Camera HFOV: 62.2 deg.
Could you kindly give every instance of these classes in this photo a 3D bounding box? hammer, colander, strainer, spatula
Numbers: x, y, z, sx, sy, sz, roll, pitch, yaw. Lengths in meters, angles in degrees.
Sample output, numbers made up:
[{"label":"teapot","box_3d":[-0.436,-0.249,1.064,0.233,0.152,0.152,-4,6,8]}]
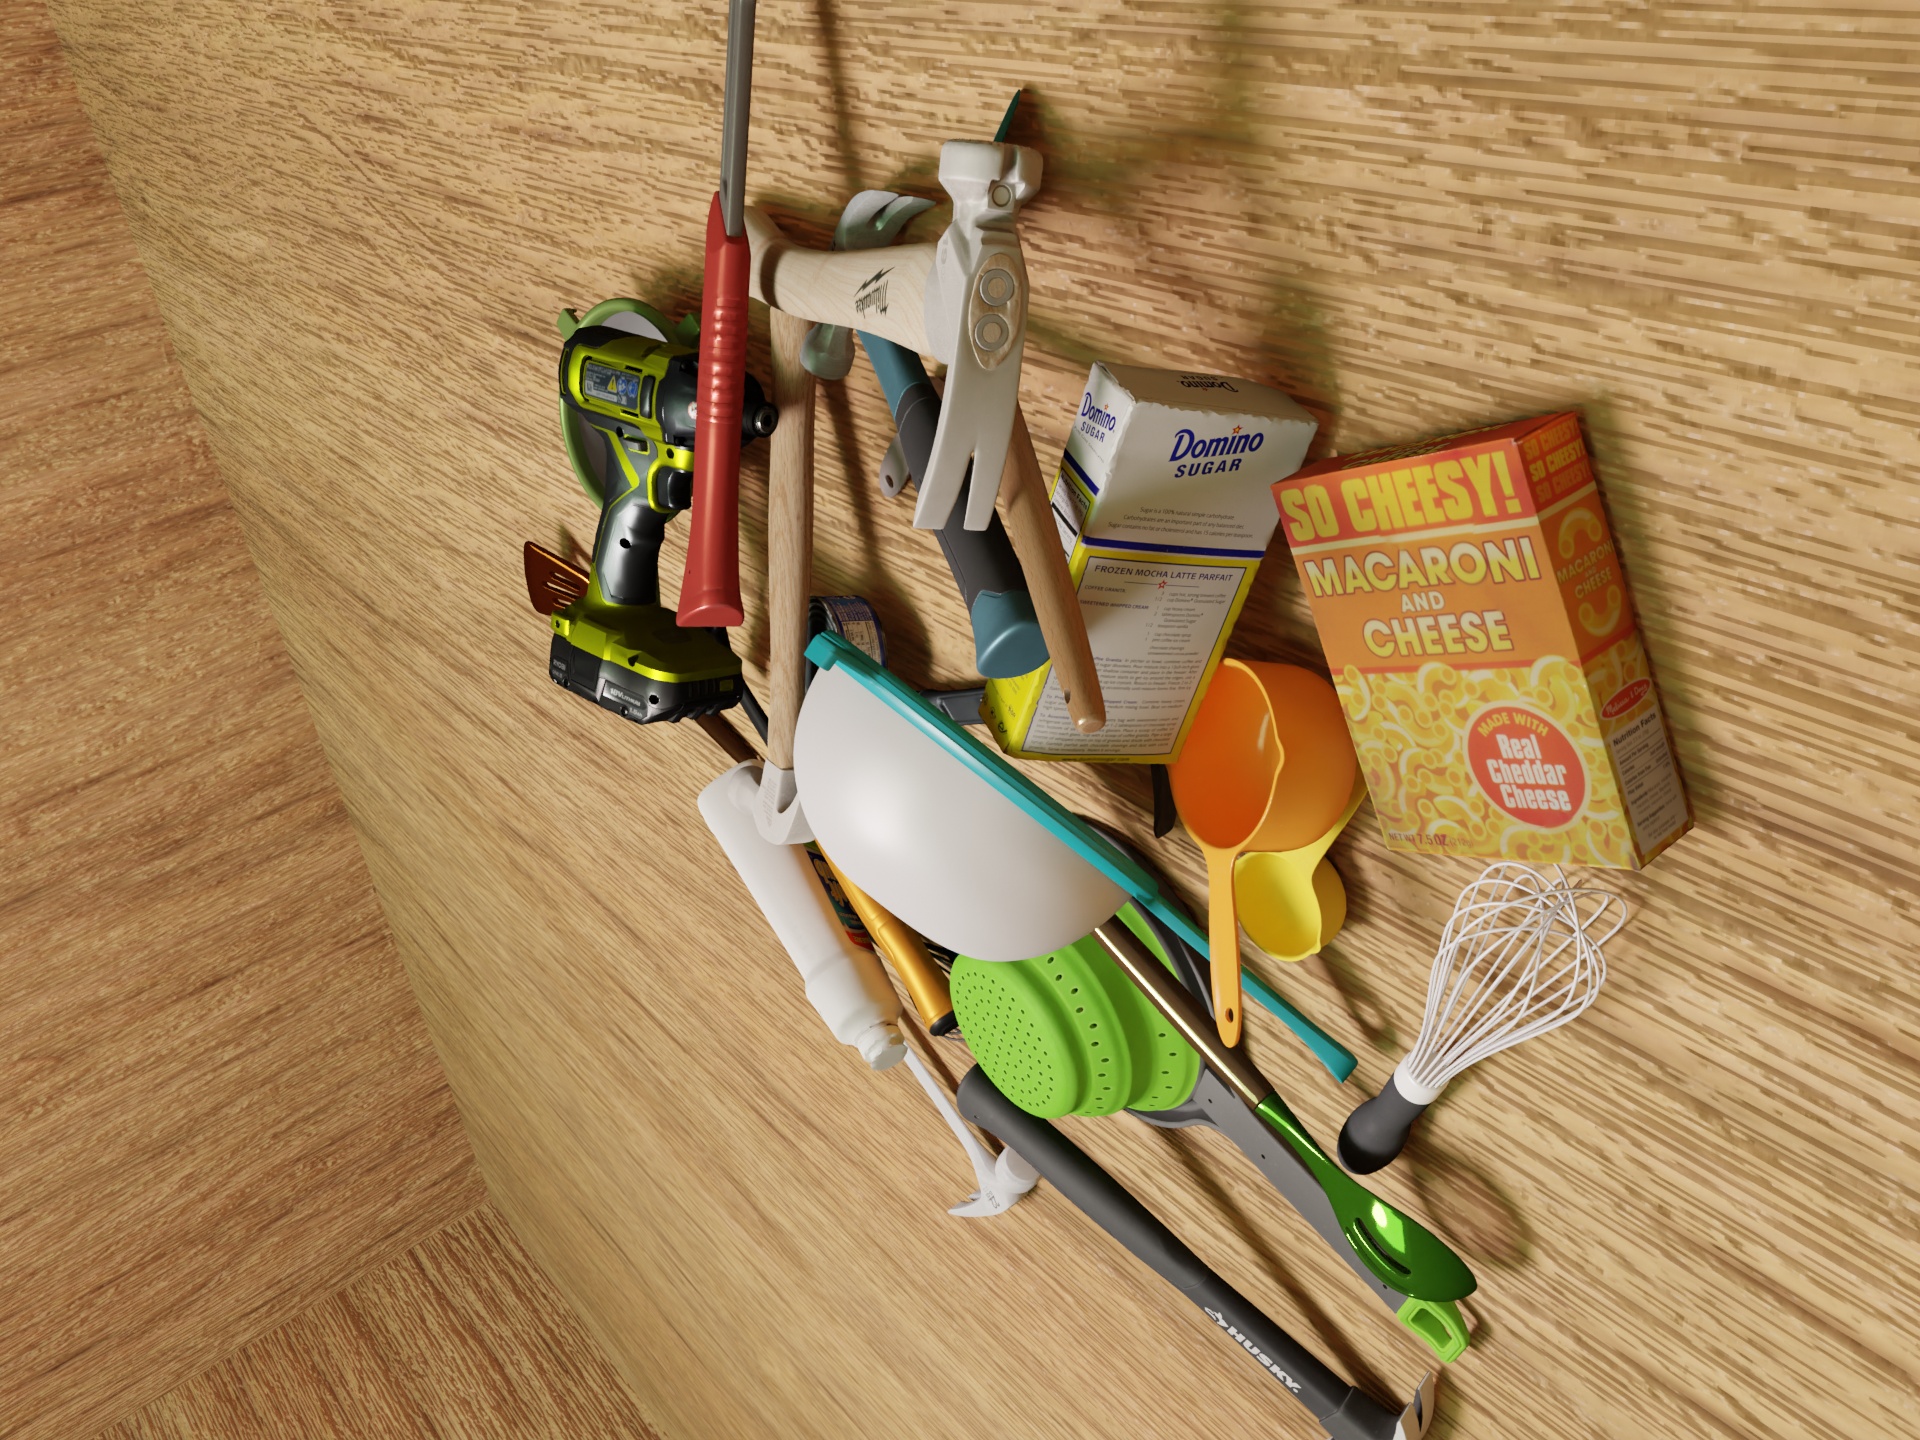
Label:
[{"label":"hammer","box_3d":[-0.063,-0.202,0.776,0.411,0.038,0.146,-140,53,-62]},{"label":"hammer","box_3d":[-0.002,-0.003,0.965,0.409,0.036,0.149,-6,109,59]},{"label":"hammer","box_3d":[-0.103,-0.083,0.966,0.130,0.031,0.331,28,119,57]},{"label":"hammer","box_3d":[-0.125,-0.226,0.836,0.149,0.036,0.359,-139,51,-62]},{"label":"colander","box_3d":[0.111,0.217,0.902,0.397,0.094,0.204,45,146,29]},{"label":"hammer","box_3d":[-0.093,0.066,1.087,0.337,0.034,0.127,55,164,19]},{"label":"hammer","box_3d":[0.130,0.322,0.948,0.335,0.035,0.146,39,146,14]},{"label":"strainer","box_3d":[-0.198,-0.157,1.082,0.152,0.069,0.256,13,112,40]},{"label":"strainer","box_3d":[0.038,0.094,0.792,0.340,0.095,0.211,39,179,2]},{"label":"hammer","box_3d":[-0.080,0.216,1.261,0.406,0.035,0.144,52,149,18]},{"label":"spatula","box_3d":[-0.269,-0.047,1.344,0.323,0.041,0.081,42,144,31]},{"label":"hammer","box_3d":[-0.018,-0.139,0.753,0.331,0.033,0.128,-111,32,-42]},{"label":"spatula","box_3d":[0.027,-0.134,0.671,0.082,0.044,0.318,122,142,-53]}]

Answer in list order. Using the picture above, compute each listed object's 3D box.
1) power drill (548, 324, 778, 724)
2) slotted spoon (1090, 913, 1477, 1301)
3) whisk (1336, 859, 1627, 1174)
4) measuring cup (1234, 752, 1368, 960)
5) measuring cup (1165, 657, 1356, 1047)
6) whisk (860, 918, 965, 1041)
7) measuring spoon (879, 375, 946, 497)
[{"label":"power drill","box_3d":[-0.184,-0.118,0.981,0.171,0.080,0.223,23,113,37]},{"label":"slotted spoon","box_3d":[0.139,0.178,0.826,0.314,0.031,0.070,47,159,23]},{"label":"whisk","box_3d":[0.221,0.148,0.721,0.070,0.070,0.284,48,152,25]},{"label":"measuring cup","box_3d":[0.175,0.050,0.748,0.062,0.029,0.156,47,135,30]},{"label":"measuring cup","box_3d":[0.139,0.059,0.719,0.095,0.052,0.173,176,93,-66]},{"label":"whisk","box_3d":[-0.049,0.164,1.162,0.239,0.055,0.055,31,138,49]},{"label":"measuring spoon","box_3d":[-0.025,-0.158,0.901,0.034,0.018,0.124,59,157,7]}]
